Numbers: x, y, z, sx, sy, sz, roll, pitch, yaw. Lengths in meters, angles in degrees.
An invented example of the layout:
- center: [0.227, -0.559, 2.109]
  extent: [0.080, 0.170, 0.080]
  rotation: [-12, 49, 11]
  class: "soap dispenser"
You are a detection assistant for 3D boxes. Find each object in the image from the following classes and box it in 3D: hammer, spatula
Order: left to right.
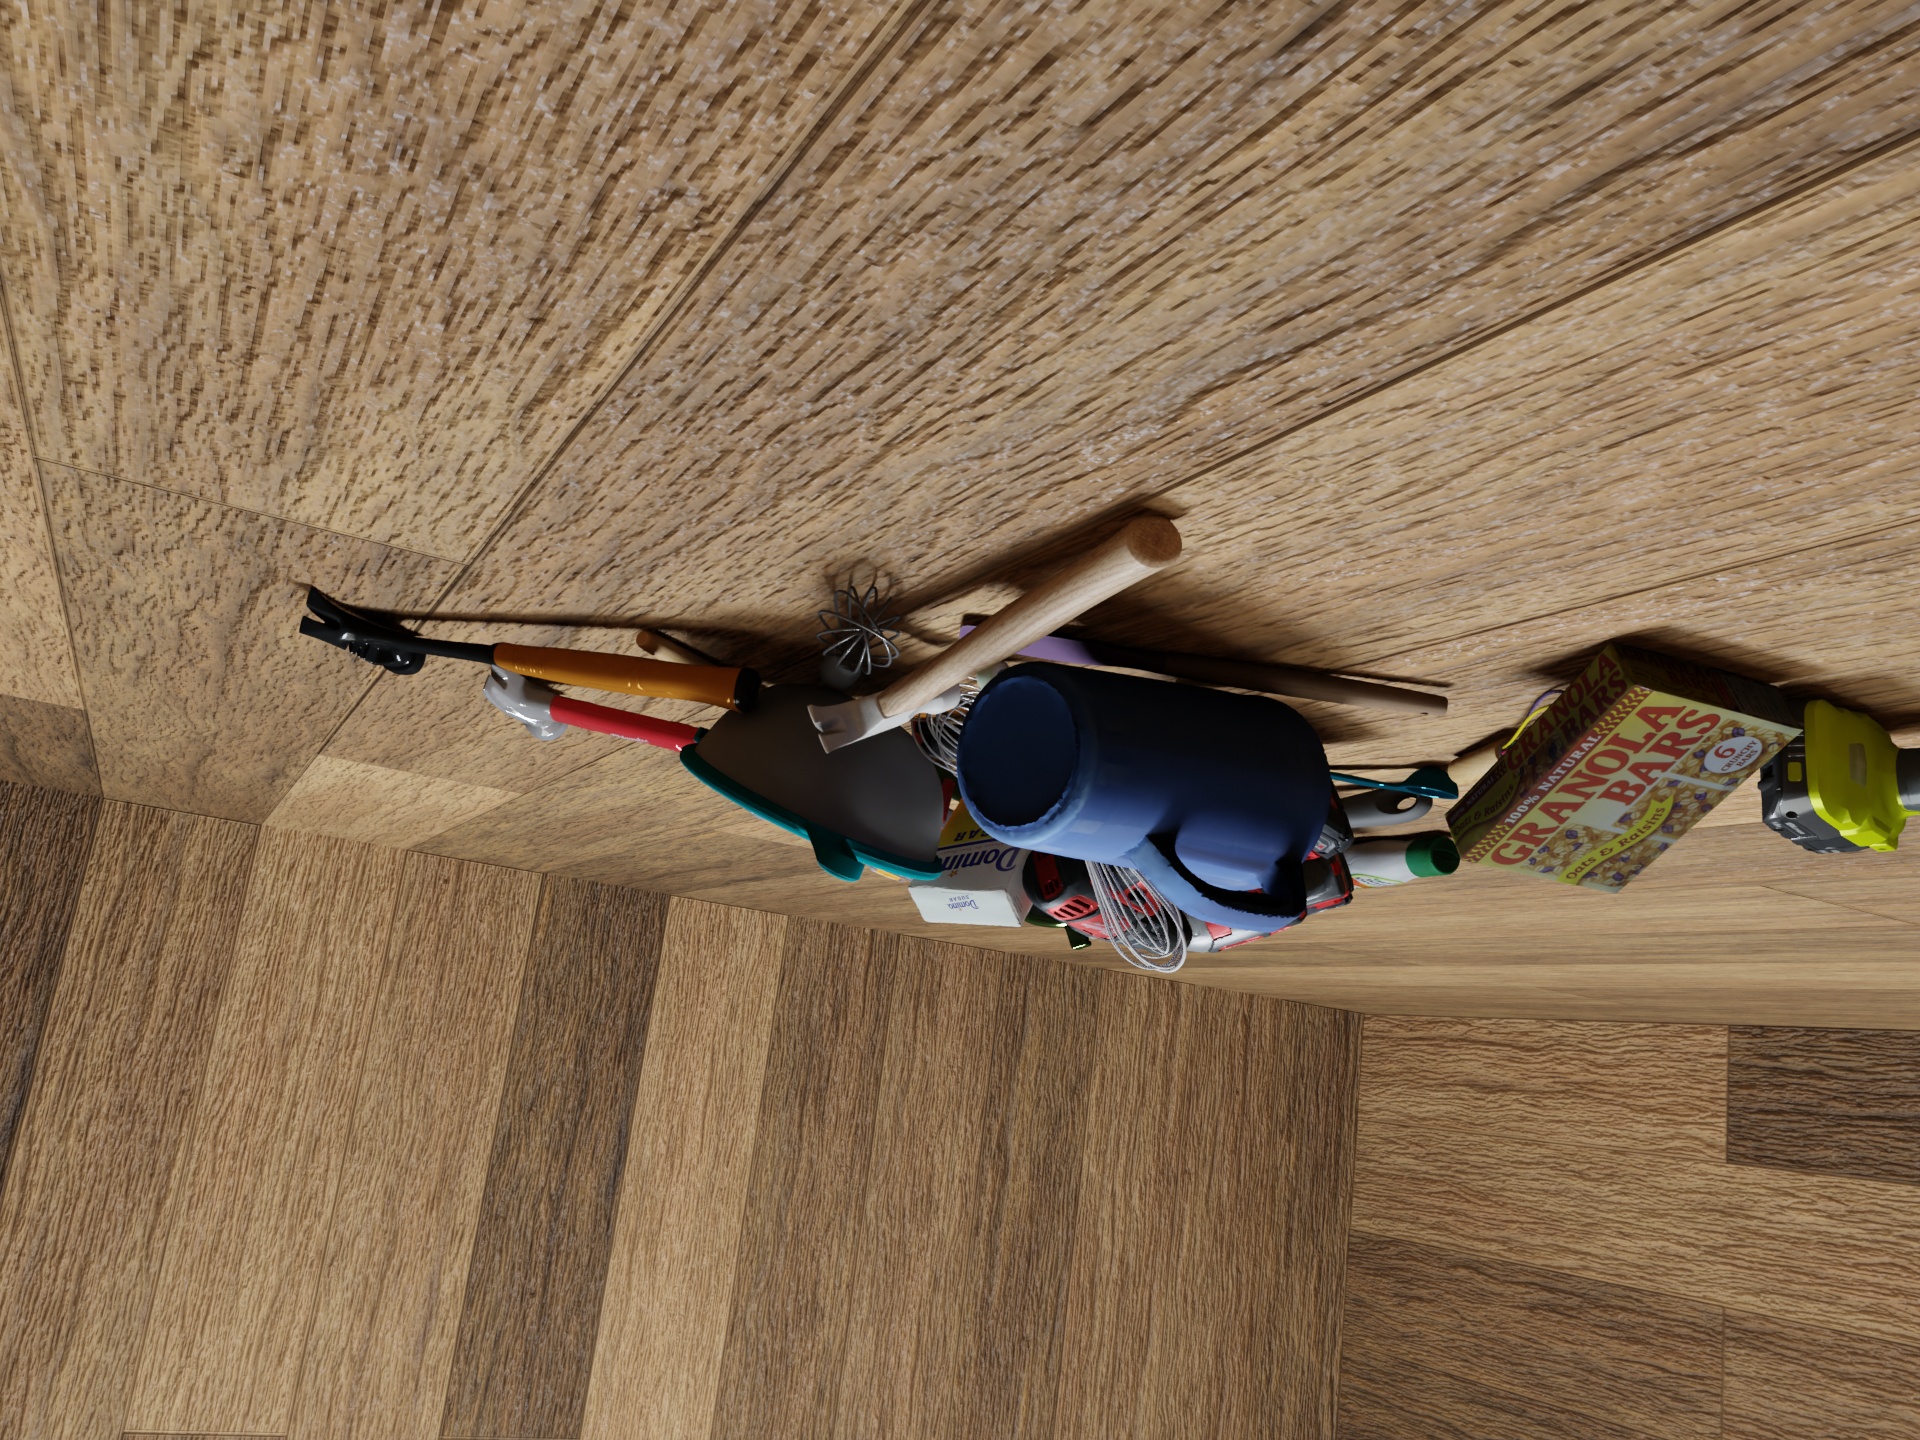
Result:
- center: [-0.304, -0.044, 1.143]
  extent: [0.337, 0.034, 0.127]
  rotation: [8, 169, 17]
  class: "hammer"
- center: [-0.195, 0.019, 1.300]
  extent: [0.386, 0.038, 0.143]
  rotation: [13, 165, 8]
  class: "hammer"
- center: [0.014, -0.043, 0.914]
  extent: [0.130, 0.031, 0.331]
  rotation: [-22, 176, -34]
  class: "hammer"
- center: [0.155, -0.032, 1.022]
  extent: [0.316, 0.018, 0.059]
  rotation: [9, 170, 0]
  class: "spatula"

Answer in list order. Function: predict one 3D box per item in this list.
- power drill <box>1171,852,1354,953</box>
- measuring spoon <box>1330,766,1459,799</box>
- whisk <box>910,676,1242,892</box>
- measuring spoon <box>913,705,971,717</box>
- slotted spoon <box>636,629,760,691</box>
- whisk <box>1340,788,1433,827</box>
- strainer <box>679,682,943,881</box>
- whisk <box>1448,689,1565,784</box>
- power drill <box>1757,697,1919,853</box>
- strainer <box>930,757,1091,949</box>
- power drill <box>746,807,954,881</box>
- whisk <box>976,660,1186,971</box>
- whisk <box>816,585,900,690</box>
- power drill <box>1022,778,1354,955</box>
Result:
- center: [0.272, 0.165, 1.478]
  extent: [0.143, 0.078, 0.219]
  rotation: [-23, 173, 29]
  class: "power drill"
- center: [0.334, 0.042, 1.266]
  extent: [0.129, 0.021, 0.042]
  rotation: [9, 172, 37]
  class: "measuring spoon"
- center: [0.088, 0.060, 1.127]
  extent: [0.284, 0.070, 0.070]
  rotation: [34, 168, 6]
  class: "whisk"
- center: [-0.002, -0.004, 1.249]
  extent: [0.117, 0.011, 0.021]
  rotation: [-2, 164, 36]
  class: "measuring spoon"
- center: [-0.165, -0.015, 1.265]
  extent: [0.070, 0.031, 0.313]
  rotation: [6, 167, 26]
  class: "slotted spoon"
- center: [0.282, 0.089, 1.400]
  extent: [0.073, 0.073, 0.296]
  rotation: [18, 158, -40]
  class: "whisk"
- center: [-0.081, 0.037, 1.104]
  extent: [0.211, 0.095, 0.340]
  rotation: [25, -179, -11]
  class: "strainer"
- center: [0.384, 0.022, 1.079]
  extent: [0.047, 0.051, 0.245]
  rotation: [2, 170, -2]
  class: "whisk"
- center: [0.578, 0.020, 0.887]
  extent: [0.228, 0.080, 0.190]
  rotation: [-9, 160, 44]
  class: "power drill"
- center: [0.061, 0.090, 1.394]
  extent: [0.257, 0.151, 0.069]
  rotation: [25, 177, 38]
  class: "strainer"
- center: [-0.132, 0.079, 1.501]
  extent: [0.185, 0.084, 0.226]
  rotation: [29, 168, -39]
  class: "power drill"
- center: [0.081, 0.064, 1.080]
  extent: [0.058, 0.246, 0.059]
  rotation: [-29, 176, -38]
  class: "whisk"
- center: [-0.074, -0.045, 1.039]
  extent: [0.055, 0.055, 0.239]
  rotation: [9, 172, -8]
  class: "whisk"
- center: [0.183, 0.105, 1.219]
  extent: [0.226, 0.080, 0.187]
  rotation: [-34, 139, 25]
  class: "power drill"
